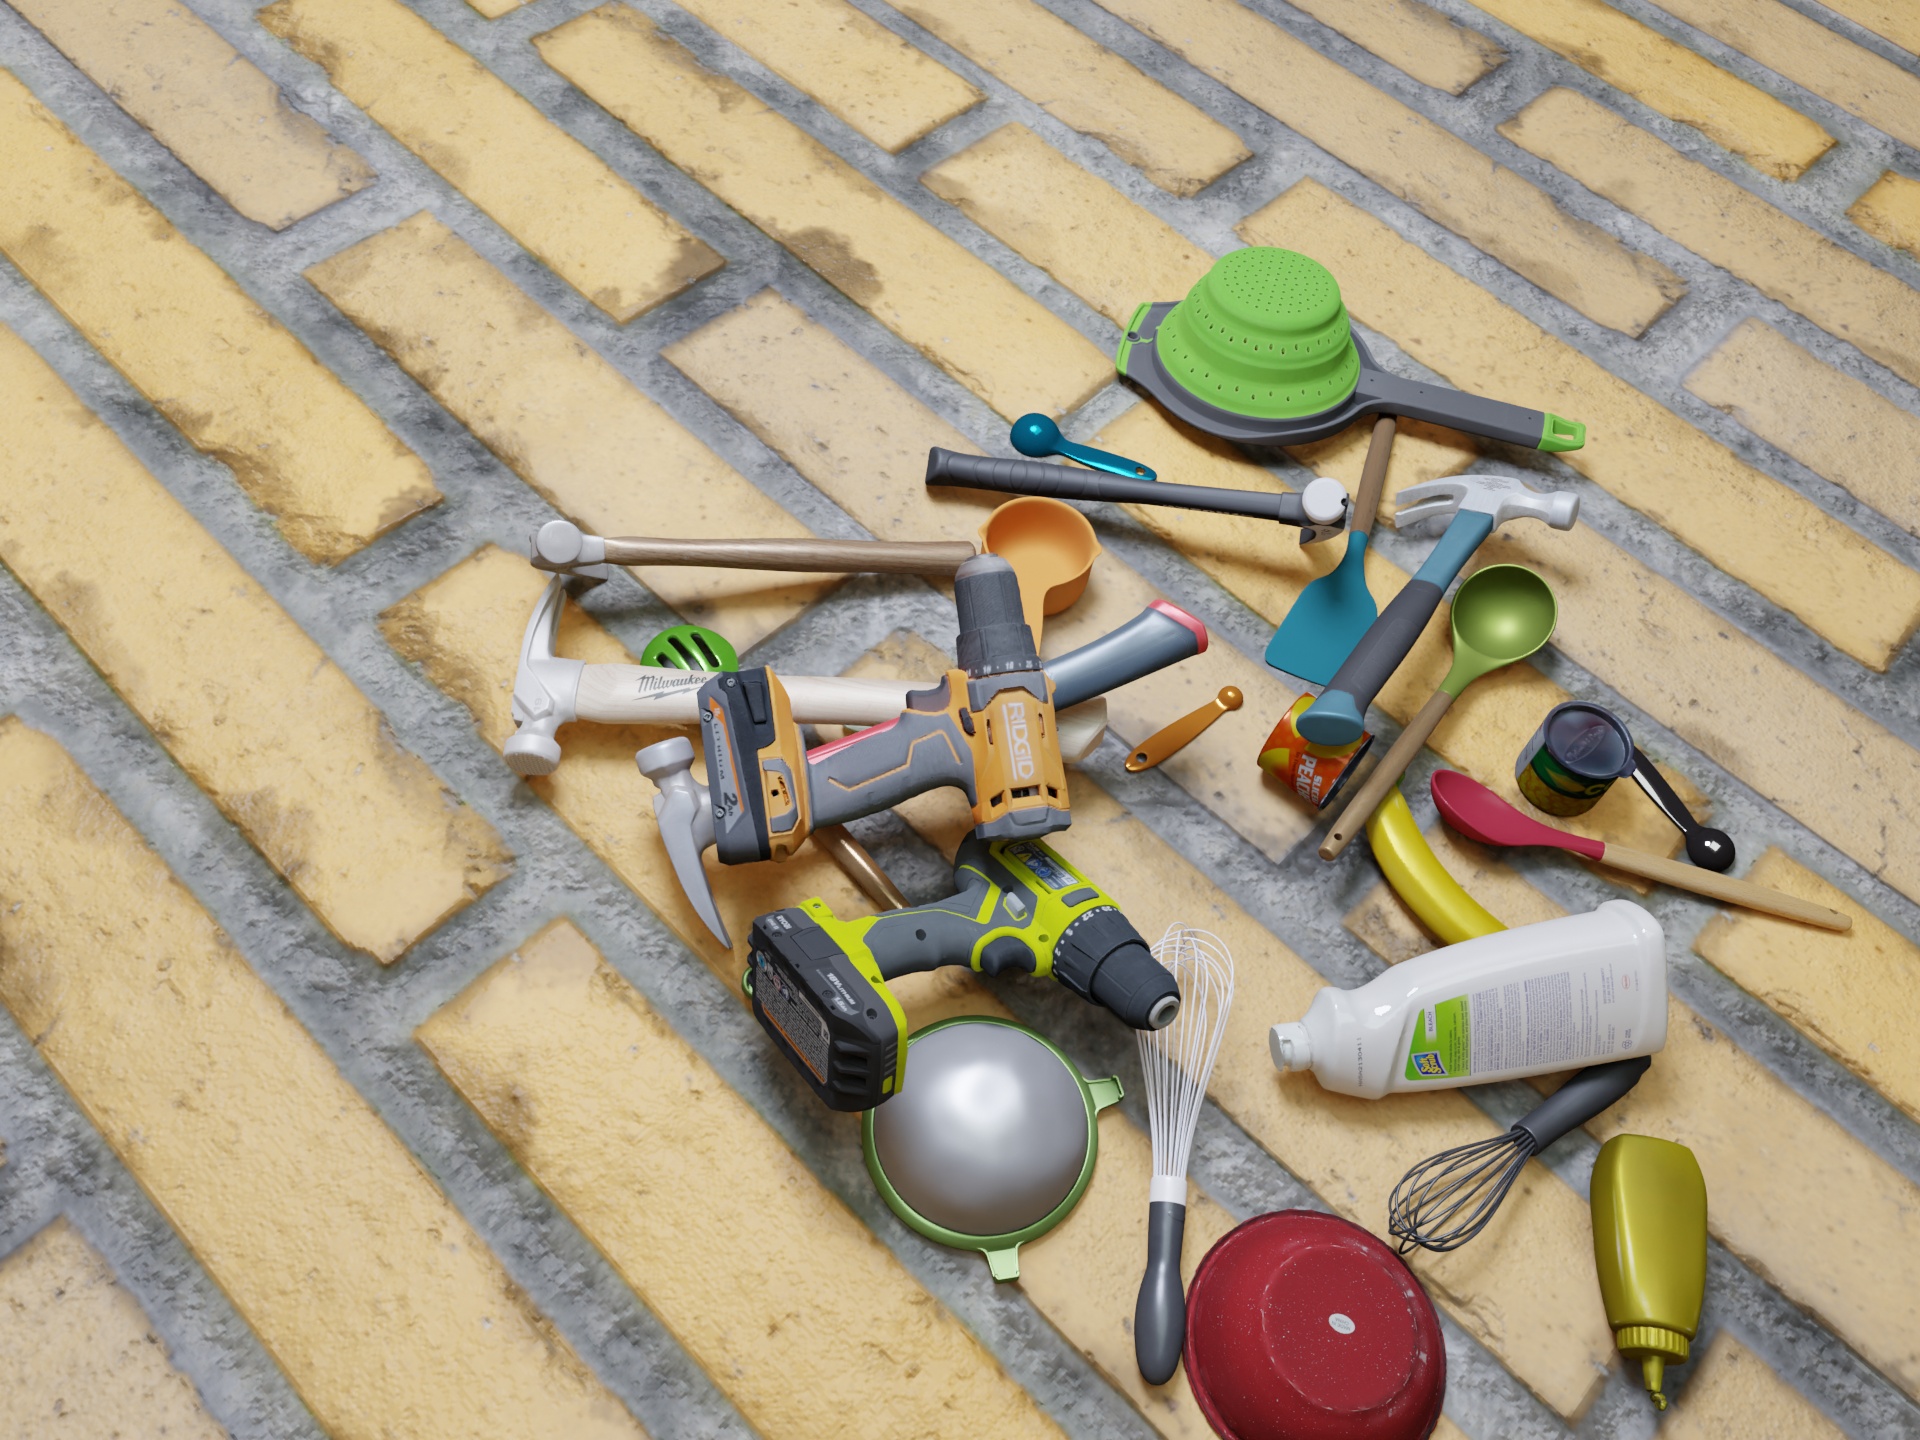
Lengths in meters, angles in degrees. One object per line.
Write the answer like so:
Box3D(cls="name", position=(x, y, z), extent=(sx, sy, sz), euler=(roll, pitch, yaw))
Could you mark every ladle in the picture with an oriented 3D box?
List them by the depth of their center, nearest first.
Box3D(cls="ladle", position=(0.484, 0.100, 1.139), extent=(0.315, 0.031, 0.069), euler=(17, 34, 1))
Box3D(cls="ladle", position=(0.344, -0.009, 1.159), extent=(0.078, 0.062, 0.320), euler=(32, 54, 20))

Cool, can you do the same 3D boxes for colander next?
Box3D(cls="colander", position=(0.334, -0.310, 1.329), extent=(0.397, 0.094, 0.205), euler=(16, 51, 8))

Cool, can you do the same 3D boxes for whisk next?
Box3D(cls="whisk", position=(0.131, 0.260, 0.987), extent=(0.070, 0.070, 0.285), euler=(9, 62, 0))
Box3D(cls="whisk", position=(0.360, 0.269, 1.013), extent=(0.239, 0.055, 0.055), euler=(-25, 63, -25))

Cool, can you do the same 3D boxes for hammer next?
Box3D(cls="hammer", position=(-0.010, 0.021, 1.063), extent=(0.386, 0.038, 0.143), euler=(-21, 87, -6))
Box3D(cls="hammer", position=(-0.103, -0.022, 1.115), extent=(0.410, 0.038, 0.146), euler=(4, 63, -1))
Box3D(cls="hammer", position=(0.340, -0.089, 1.179), extent=(0.128, 0.033, 0.331), euler=(18, 47, 31))
Box3D(cls="hammer", position=(-0.150, -0.123, 1.183), extent=(0.331, 0.130, 0.031), euler=(-1, 91, -18))
Box3D(cls="hammer", position=(0.133, -0.180, 1.247), extent=(0.335, 0.146, 0.035), euler=(9, 91, 12))

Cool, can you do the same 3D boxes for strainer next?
Box3D(cls="strainer", position=(-0.029, 0.216, 0.989), extent=(0.256, 0.069, 0.151), euler=(31, 60, 12))

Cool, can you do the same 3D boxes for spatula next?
Box3D(cls="spatula", position=(0.323, -0.159, 1.294), extent=(0.082, 0.044, 0.318), euler=(19, 53, 6))

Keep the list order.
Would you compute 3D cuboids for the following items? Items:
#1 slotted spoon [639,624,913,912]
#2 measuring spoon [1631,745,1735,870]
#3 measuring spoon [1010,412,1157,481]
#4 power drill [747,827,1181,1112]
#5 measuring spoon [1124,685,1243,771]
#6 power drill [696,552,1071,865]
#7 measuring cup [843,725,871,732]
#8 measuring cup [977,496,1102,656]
Box3D(cls="slotted spoon", position=(-0.123, 0.039, 1.119), extent=(0.070, 0.031, 0.314), euler=(-36, 69, -19))
Box3D(cls="measuring spoon", position=(0.528, 0.057, 1.178), extent=(0.034, 0.018, 0.124), euler=(-22, 62, -18))
Box3D(cls="measuring spoon", position=(0.103, -0.226, 1.312), extent=(0.128, 0.021, 0.042), euler=(20, 58, 9))
Box3D(cls="power drill", position=(0.004, 0.152, 0.977), extent=(0.228, 0.080, 0.191), euler=(-16, 36, -31))
Box3D(cls="measuring spoon", position=(0.166, 0.005, 1.178), extent=(0.117, 0.011, 0.021), euler=(-32, 66, -23))
Box3D(cls="power drill", position=(-0.050, -0.005, 1.005), extent=(0.226, 0.084, 0.185), euler=(-7, 85, -9))
Box3D(cls="measuring cup", position=(-0.002, -0.004, 1.149), extent=(0.167, 0.038, 0.083), euler=(3, 57, -7))
Box3D(cls="measuring cup", position=(0.052, -0.088, 1.202), extent=(0.095, 0.052, 0.174), euler=(9, 58, 0))
